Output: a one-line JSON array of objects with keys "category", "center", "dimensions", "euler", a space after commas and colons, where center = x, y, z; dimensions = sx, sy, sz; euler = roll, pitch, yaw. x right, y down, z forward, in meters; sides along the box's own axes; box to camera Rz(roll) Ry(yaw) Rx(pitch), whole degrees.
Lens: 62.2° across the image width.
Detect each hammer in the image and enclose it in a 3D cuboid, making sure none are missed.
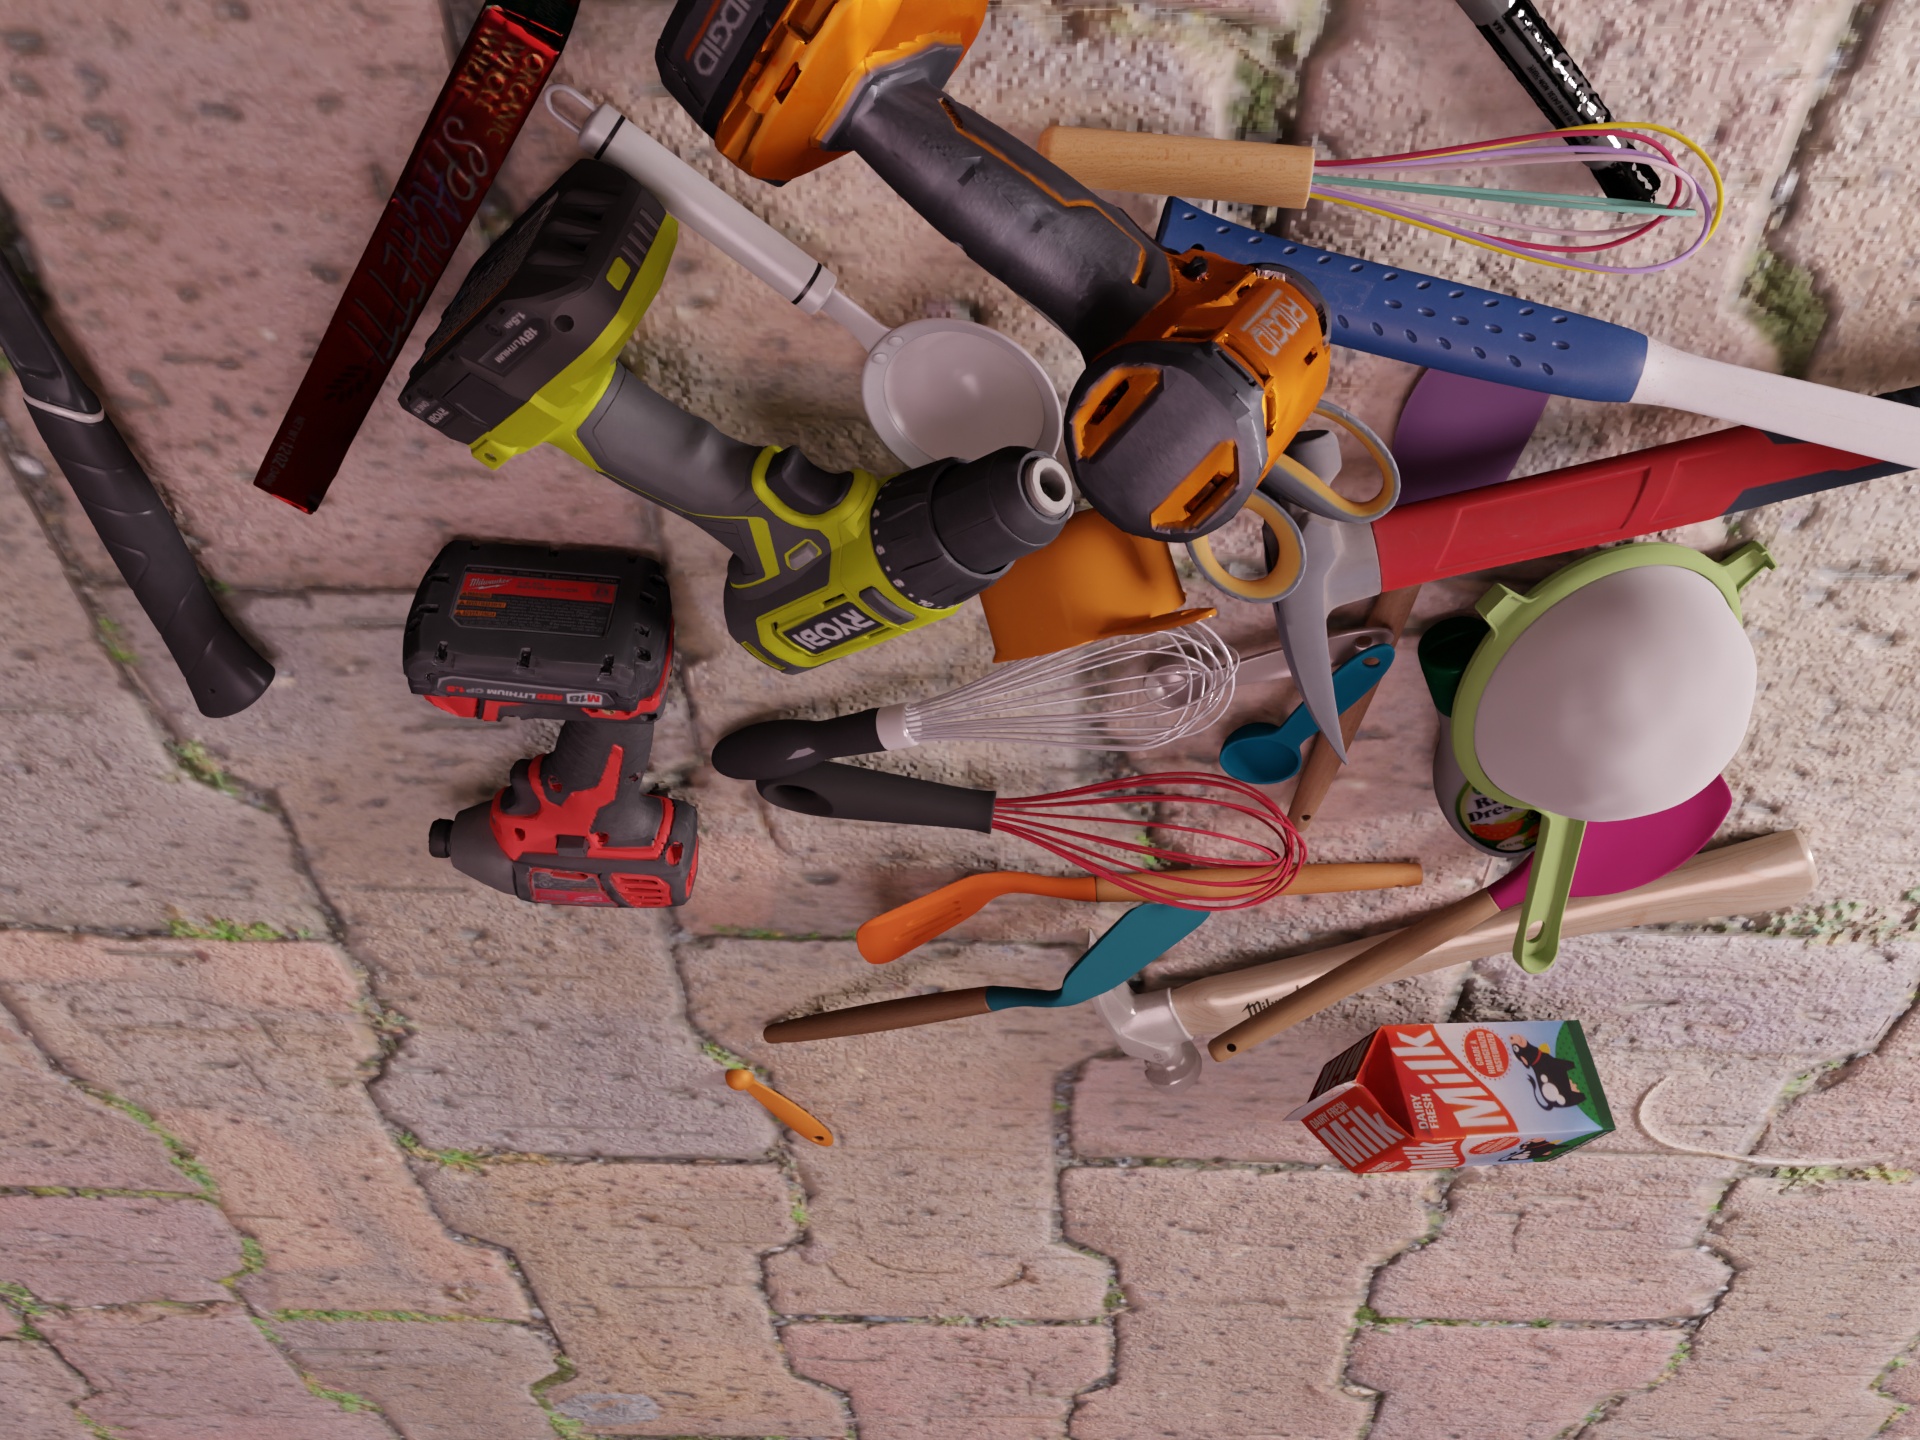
[{"category": "hammer", "center": [0.323, -0.089, 0.663], "dimensions": [0.386, 0.038, 0.143], "euler": [-13, 107, 5]}, {"category": "hammer", "center": [-0.388, -0.148, 0.660], "dimensions": [0.149, 0.036, 0.408], "euler": [-2, 137, 5]}, {"category": "hammer", "center": [0.270, -0.127, 0.614], "dimensions": [0.405, 0.035, 0.144], "euler": [13, 100, 0]}, {"category": "hammer", "center": [0.278, 0.127, 0.935], "dimensions": [0.410, 0.038, 0.146], "euler": [-18, 132, 18]}]

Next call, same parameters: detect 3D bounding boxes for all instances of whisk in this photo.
[{"category": "whisk", "center": [-0.001, -0.003, 0.785], "dimensions": [0.284, 0.070, 0.070], "euler": [-10, 136, 23]}, {"category": "whisk", "center": [0.150, -0.200, 0.581], "dimensions": [0.245, 0.051, 0.047], "euler": [8, 125, 7]}, {"category": "whisk", "center": [0.037, 0.051, 0.848], "dimensions": [0.296, 0.073, 0.073], "euler": [8, 136, 3]}]

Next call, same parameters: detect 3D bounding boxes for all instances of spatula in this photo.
[{"category": "spatula", "center": [0.204, -0.053, 0.759], "dimensions": [0.059, 0.018, 0.315], "euler": [5, 135, -6]}, {"category": "spatula", "center": [-0.001, 0.159, 0.954], "dimensions": [0.317, 0.044, 0.082], "euler": [-17, 162, 34]}, {"category": "spatula", "center": [0.102, 0.104, 0.910], "dimensions": [0.322, 0.041, 0.081], "euler": [-3, 156, 2]}]

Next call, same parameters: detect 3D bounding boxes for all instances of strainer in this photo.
[{"category": "strainer", "center": [-0.050, -0.168, 0.629], "dimensions": [0.258, 0.050, 0.087], "euler": [33, 140, -22]}, {"category": "strainer", "center": [0.312, 0.041, 0.769], "dimensions": [0.151, 0.069, 0.256], "euler": [-10, 125, -12]}]

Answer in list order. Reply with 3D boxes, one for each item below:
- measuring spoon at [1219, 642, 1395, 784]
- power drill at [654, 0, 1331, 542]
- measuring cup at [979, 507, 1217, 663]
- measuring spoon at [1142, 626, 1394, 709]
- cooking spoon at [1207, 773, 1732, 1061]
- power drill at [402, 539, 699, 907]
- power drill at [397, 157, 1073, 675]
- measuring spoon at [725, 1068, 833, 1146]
[{"category": "measuring spoon", "center": [0.174, -0.008, 0.794], "dimensions": [0.042, 0.021, 0.128], "euler": [22, 141, -15]}, {"category": "power drill", "center": [0.030, -0.172, 0.526], "dimensions": [0.226, 0.164, 0.084], "euler": [44, 128, -1]}, {"category": "measuring cup", "center": [0.061, -0.062, 0.660], "dimensions": [0.095, 0.174, 0.052], "euler": [-20, 97, -13]}, {"category": "measuring spoon", "center": [0.149, -0.031, 0.778], "dimensions": [0.124, 0.018, 0.034], "euler": [-13, 136, 20]}, {"category": "cooking spoon", "center": [0.274, 0.112, 0.888], "dimensions": [0.319, 0.017, 0.068], "euler": [-34, 100, 17]}, {"category": "power drill", "center": [-0.208, 0.016, 0.802], "dimensions": [0.143, 0.079, 0.219], "euler": [4, 139, -3]}, {"category": "power drill", "center": [-0.084, -0.110, 0.634], "dimensions": [0.228, 0.080, 0.190], "euler": [34, 148, -29]}, {"category": "measuring spoon", "center": [-0.125, 0.275, 1.113], "dimensions": [0.021, 0.011, 0.116], "euler": [-23, 131, 23]}]
